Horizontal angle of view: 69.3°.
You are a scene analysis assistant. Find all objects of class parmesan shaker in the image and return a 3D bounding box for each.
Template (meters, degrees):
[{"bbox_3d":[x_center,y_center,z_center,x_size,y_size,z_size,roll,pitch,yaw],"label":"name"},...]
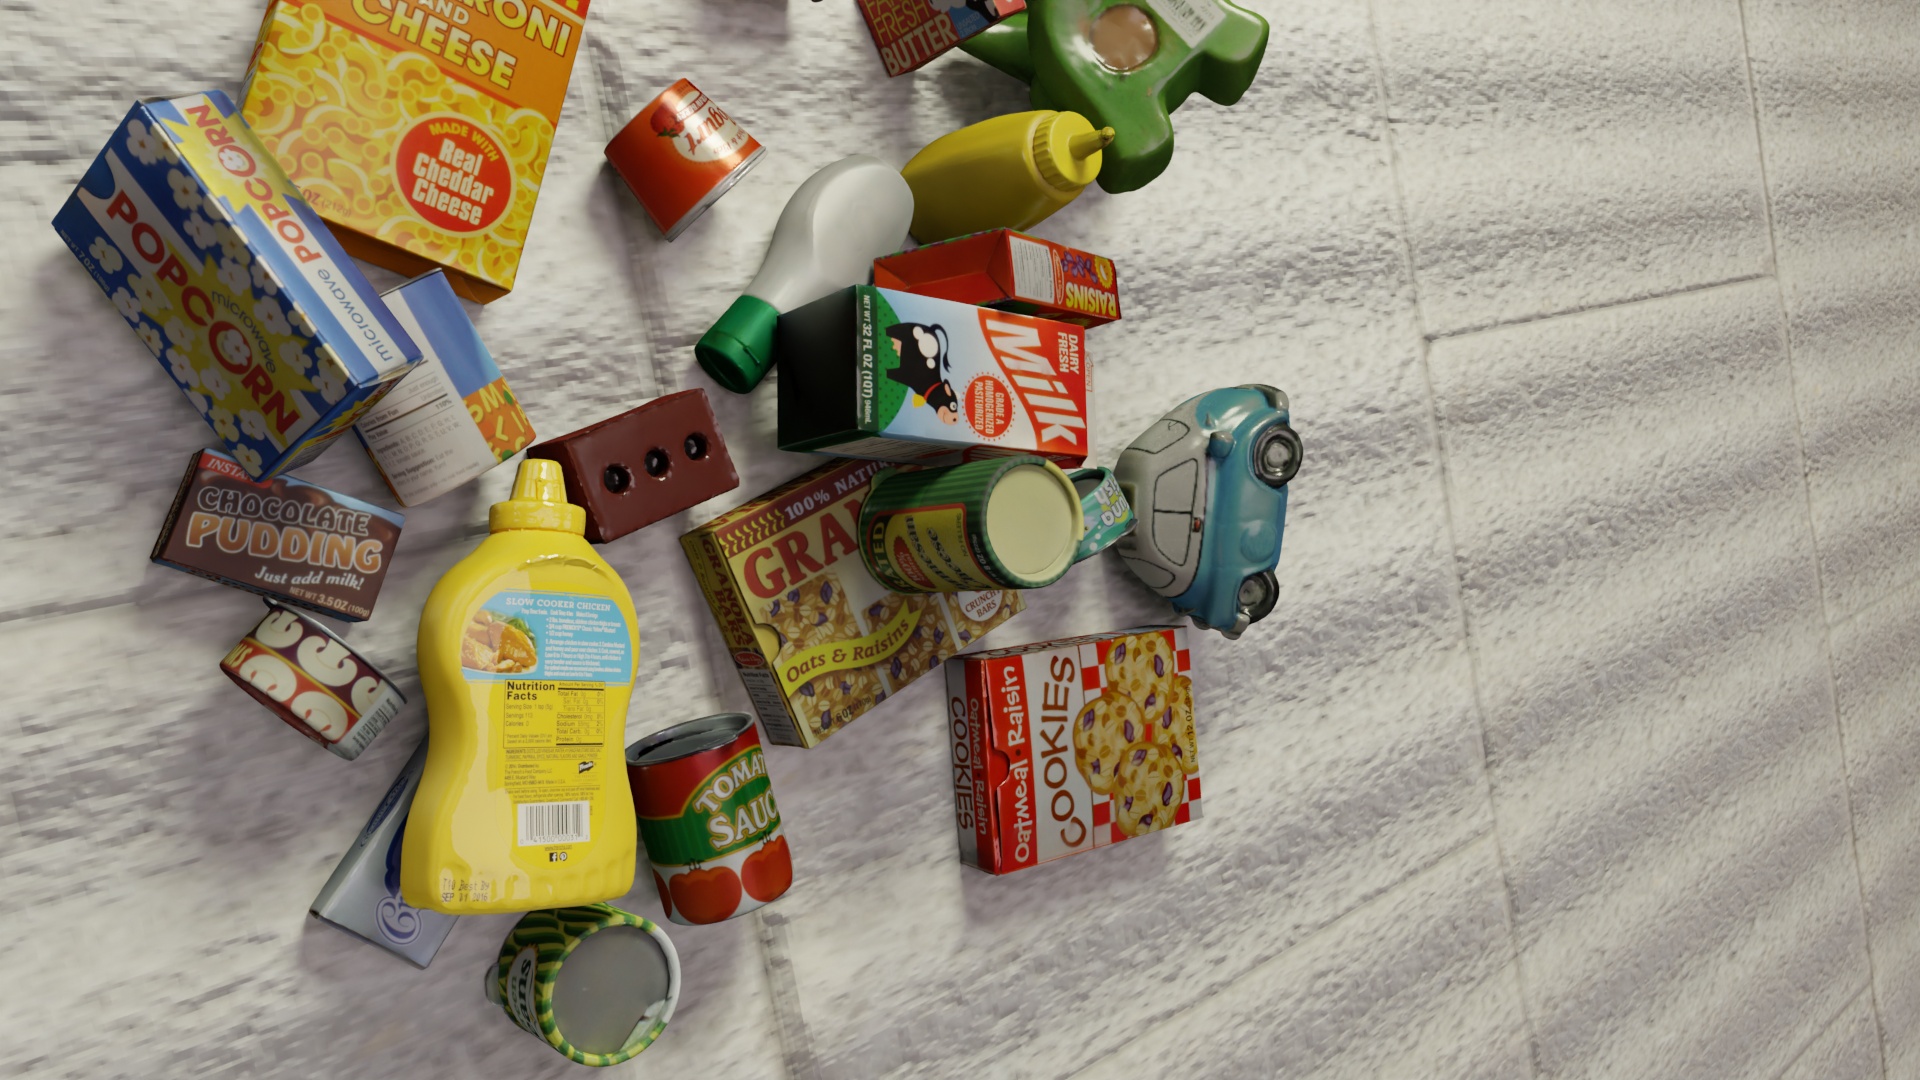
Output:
[{"bbox_3d":[0.003,-0.009,0.700,0.071,0.103,0.071,3,85,-37],"label":"parmesan shaker"}]

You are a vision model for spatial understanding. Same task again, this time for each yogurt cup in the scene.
[{"bbox_3d":[-0.137,-0.189,0.682,0.054,0.072,0.073,47,61,-16],"label":"yogurt cup"}]

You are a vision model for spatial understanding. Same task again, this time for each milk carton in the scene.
[{"bbox_3d":[0.003,-0.078,0.726,0.191,0.073,0.072,4,82,-39],"label":"milk carton"}]

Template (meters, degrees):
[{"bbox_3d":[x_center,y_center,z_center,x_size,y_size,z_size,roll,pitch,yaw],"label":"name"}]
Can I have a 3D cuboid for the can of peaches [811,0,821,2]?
[{"bbox_3d":[-0.098,-0.318,0.718,0.058,0.071,0.071,-10,94,-37],"label":"can of peaches"}]

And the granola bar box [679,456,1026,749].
[{"bbox_3d":[-0.051,0.018,0.749,0.166,0.039,0.124,-31,105,-35],"label":"granola bar box"}]

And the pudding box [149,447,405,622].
[{"bbox_3d":[-0.282,-0.001,0.579,0.083,0.030,0.050,24,72,-34],"label":"pudding box"}]

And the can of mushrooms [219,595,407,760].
[{"bbox_3d":[-0.266,0.057,0.567,0.071,0.071,0.033,47,63,-25],"label":"can of mushrooms"}]

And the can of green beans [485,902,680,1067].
[{"bbox_3d":[-0.170,0.200,0.635,0.071,0.057,0.071,3,86,-37],"label":"can of green beans"}]

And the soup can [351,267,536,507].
[{"bbox_3d":[-0.233,-0.067,0.601,0.072,0.071,0.083,-37,110,-33],"label":"soup can"}]

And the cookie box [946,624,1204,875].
[{"bbox_3d":[0.072,0.121,0.835,0.168,0.040,0.123,-5,90,-37],"label":"cookie box"}]

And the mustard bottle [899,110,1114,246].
[{"bbox_3d":[0.029,-0.197,0.748,0.065,0.160,0.049,53,58,-24],"label":"mustard bottle"}]

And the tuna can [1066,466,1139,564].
[{"bbox_3d":[0.069,-0.015,0.822,0.071,0.071,0.032,-40,110,-32],"label":"tuna can"}]

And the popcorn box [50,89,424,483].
[{"bbox_3d":[-0.279,-0.096,0.537,0.126,0.085,0.038,55,34,-9],"label":"popcorn box"}]

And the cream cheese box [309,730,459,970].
[{"bbox_3d":[-0.231,0.130,0.613,0.053,0.024,0.104,41,64,-28],"label":"cream cheese box"}]

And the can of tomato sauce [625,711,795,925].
[{"bbox_3d":[-0.120,0.133,0.670,0.071,0.071,0.083,-20,100,-36],"label":"can of tomato sauce"}]

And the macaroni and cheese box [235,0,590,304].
[{"bbox_3d":[-0.242,-0.206,0.617,0.124,0.040,0.166,19,76,-36],"label":"macaroni and cheese box"}]

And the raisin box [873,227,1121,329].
[{"bbox_3d":[0.023,-0.136,0.764,0.123,0.086,0.040,-4,88,-58],"label":"raisin box"}]

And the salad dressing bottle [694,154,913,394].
[{"bbox_3d":[-0.082,-0.141,0.733,0.064,0.044,0.148,51,61,-31],"label":"salad dressing bottle"}]

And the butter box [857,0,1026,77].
[{"bbox_3d":[-0.013,-0.295,0.758,0.024,0.103,0.053,-34,106,-34],"label":"butter box"}]
